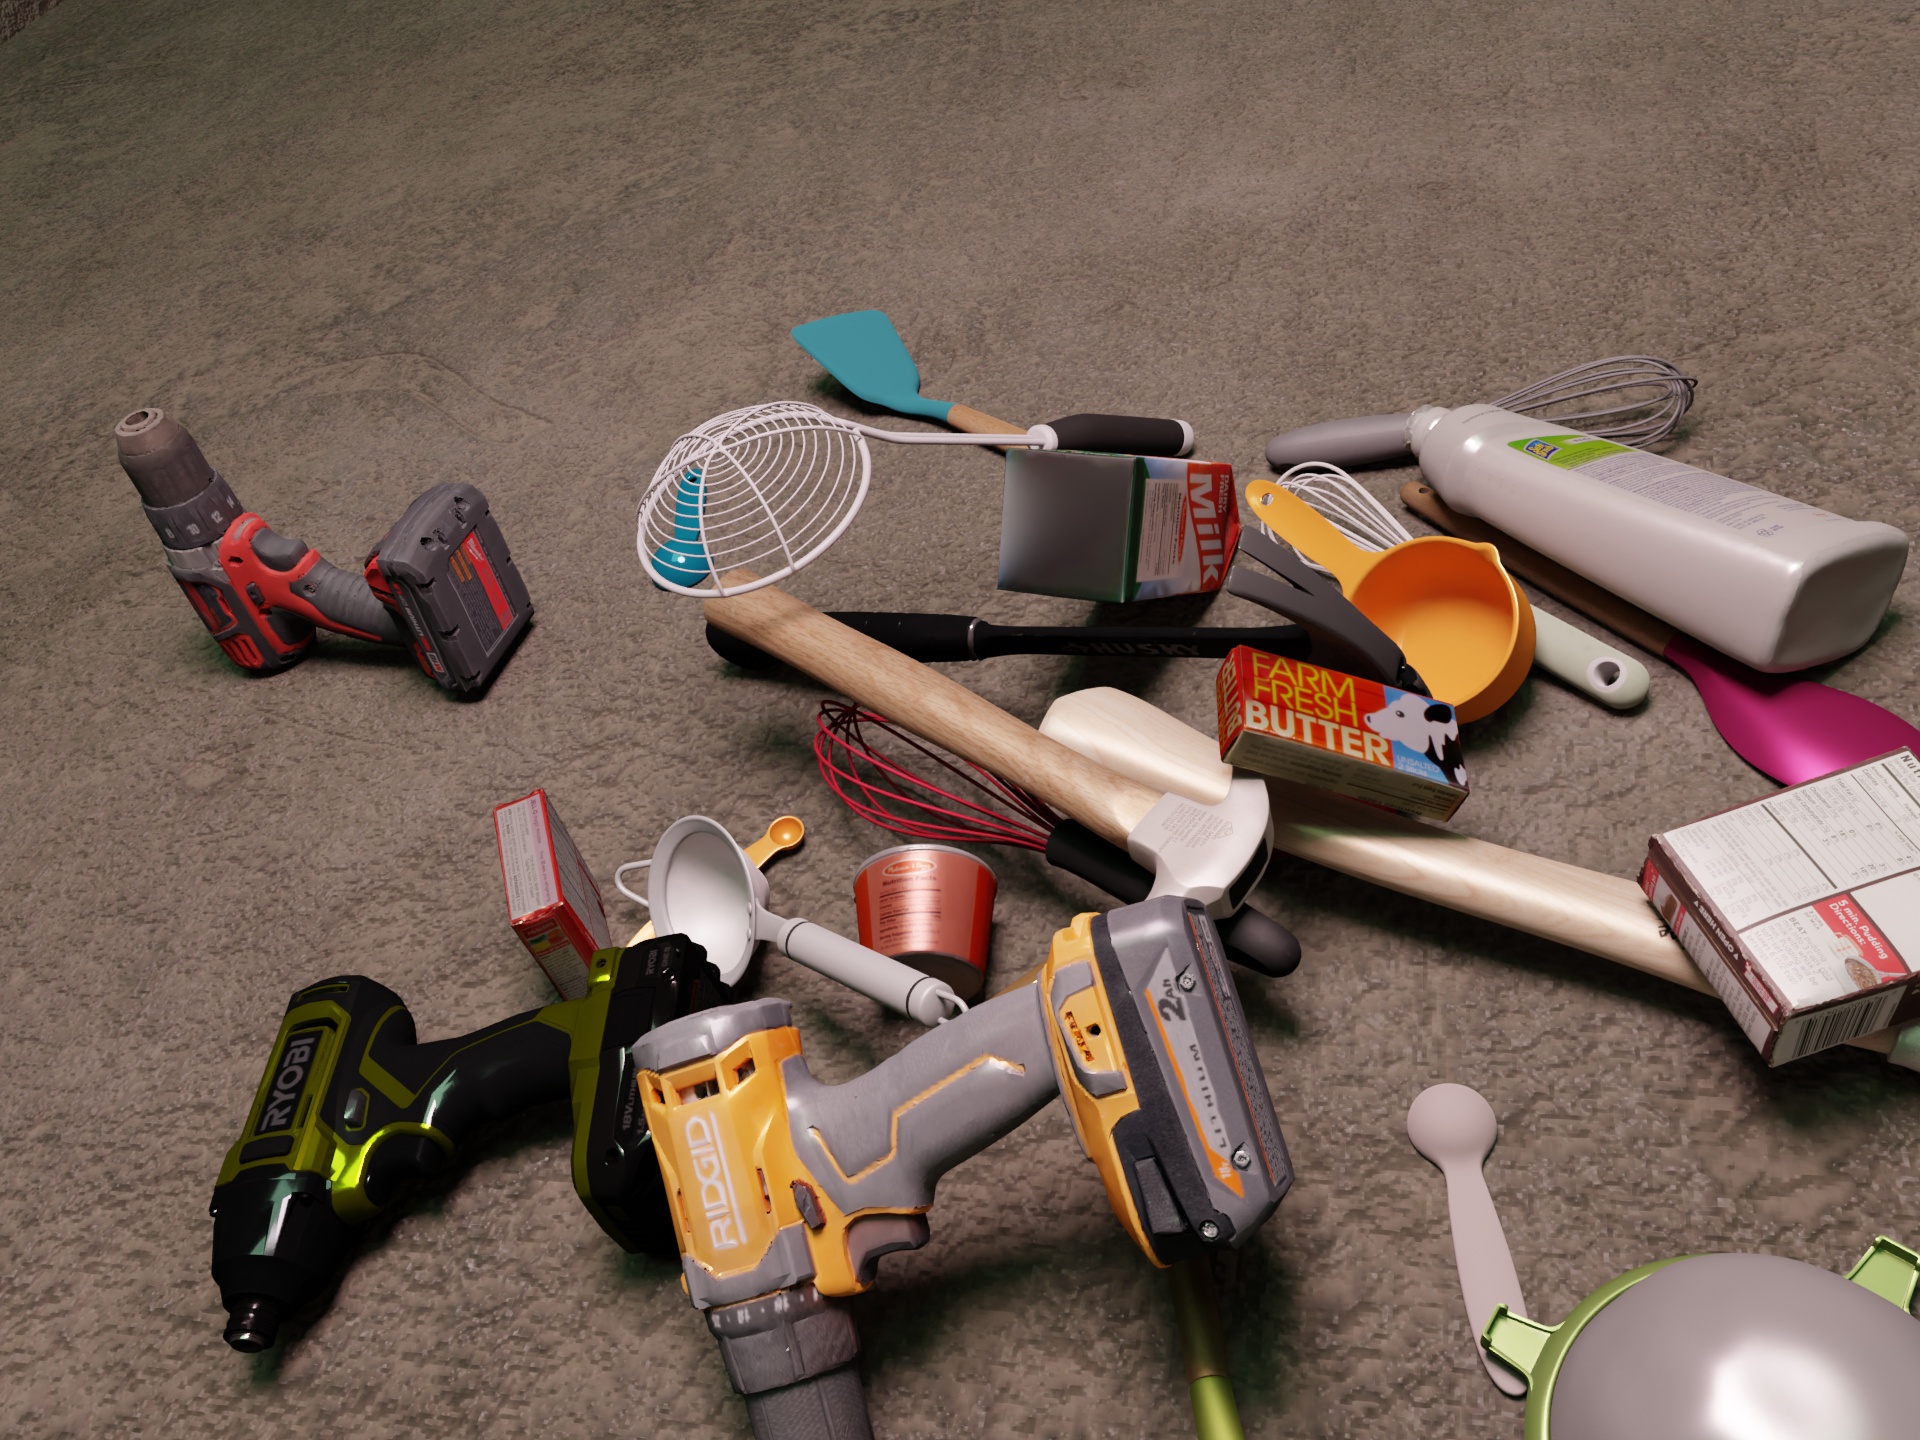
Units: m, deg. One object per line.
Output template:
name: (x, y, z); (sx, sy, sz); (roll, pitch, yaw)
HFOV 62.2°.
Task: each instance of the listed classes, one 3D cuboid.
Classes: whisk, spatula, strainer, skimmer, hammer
whisk: (0.296, -0.171, 0.918); (0.239, 0.055, 0.055); (-5, 44, 20)
spatula: (0.013, -0.203, 1.046); (0.082, 0.044, 0.318); (-23, 40, -36)
whisk: (0.033, 0.049, 0.740); (0.296, 0.073, 0.073); (26, 58, 39)
strainer: (-0.076, 0.099, 0.722); (0.050, 0.087, 0.259); (-3, 11, -39)
skimmer: (-0.007, -0.129, 0.891); (0.363, 0.090, 0.127); (-9, 34, -40)
whisk: (0.250, -0.072, 0.832); (0.247, 0.059, 0.058); (39, 103, 38)
strainer: (0.260, 0.261, 0.457); (0.151, 0.069, 0.257); (-12, 42, 5)
hammer: (0.213, 0.072, 0.666); (0.411, 0.038, 0.146); (18, 55, 26)
hammer: (0.019, -0.042, 0.807); (0.409, 0.149, 0.036); (3, 66, 38)
hammer: (-0.001, -0.002, 0.736); (0.332, 0.031, 0.130); (29, 62, 35)

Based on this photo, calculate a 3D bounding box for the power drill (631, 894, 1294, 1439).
power drill: (0.001, 0.173, 0.572); (0.226, 0.084, 0.185); (-20, 77, 15)

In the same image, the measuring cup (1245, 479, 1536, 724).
measuring cup: (0.211, -0.066, 0.799); (0.095, 0.052, 0.174); (-52, 53, 13)

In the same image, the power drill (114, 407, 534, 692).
power drill: (-0.399, -0.106, 0.984); (0.227, 0.187, 0.080); (6, 46, 19)

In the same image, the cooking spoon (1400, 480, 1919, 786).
cooking spoon: (0.335, -0.050, 0.794); (0.069, 0.017, 0.319); (-30, 44, -16)

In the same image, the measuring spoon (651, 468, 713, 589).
measuring spoon: (-0.185, -0.135, 1.057); (0.042, 0.021, 0.129); (-11, 44, 7)

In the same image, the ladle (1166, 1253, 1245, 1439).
ladle: (0.082, 0.212, 0.582); (0.078, 0.062, 0.320); (-23, 38, 15)

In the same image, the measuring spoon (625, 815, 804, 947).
measuring spoon: (-0.126, 0.090, 0.815); (0.117, 0.011, 0.021); (-40, 57, -17)

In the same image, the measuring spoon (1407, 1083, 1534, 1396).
measuring spoon: (0.193, 0.188, 0.595); (0.034, 0.018, 0.124); (-9, 44, 9)

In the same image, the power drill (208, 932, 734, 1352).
power drill: (-0.216, 0.182, 0.702); (0.223, 0.080, 0.171); (-12, 43, 11)

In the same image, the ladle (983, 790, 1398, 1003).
ladle: (0.081, 0.092, 0.728); (0.315, 0.031, 0.069); (-32, 44, -12)
